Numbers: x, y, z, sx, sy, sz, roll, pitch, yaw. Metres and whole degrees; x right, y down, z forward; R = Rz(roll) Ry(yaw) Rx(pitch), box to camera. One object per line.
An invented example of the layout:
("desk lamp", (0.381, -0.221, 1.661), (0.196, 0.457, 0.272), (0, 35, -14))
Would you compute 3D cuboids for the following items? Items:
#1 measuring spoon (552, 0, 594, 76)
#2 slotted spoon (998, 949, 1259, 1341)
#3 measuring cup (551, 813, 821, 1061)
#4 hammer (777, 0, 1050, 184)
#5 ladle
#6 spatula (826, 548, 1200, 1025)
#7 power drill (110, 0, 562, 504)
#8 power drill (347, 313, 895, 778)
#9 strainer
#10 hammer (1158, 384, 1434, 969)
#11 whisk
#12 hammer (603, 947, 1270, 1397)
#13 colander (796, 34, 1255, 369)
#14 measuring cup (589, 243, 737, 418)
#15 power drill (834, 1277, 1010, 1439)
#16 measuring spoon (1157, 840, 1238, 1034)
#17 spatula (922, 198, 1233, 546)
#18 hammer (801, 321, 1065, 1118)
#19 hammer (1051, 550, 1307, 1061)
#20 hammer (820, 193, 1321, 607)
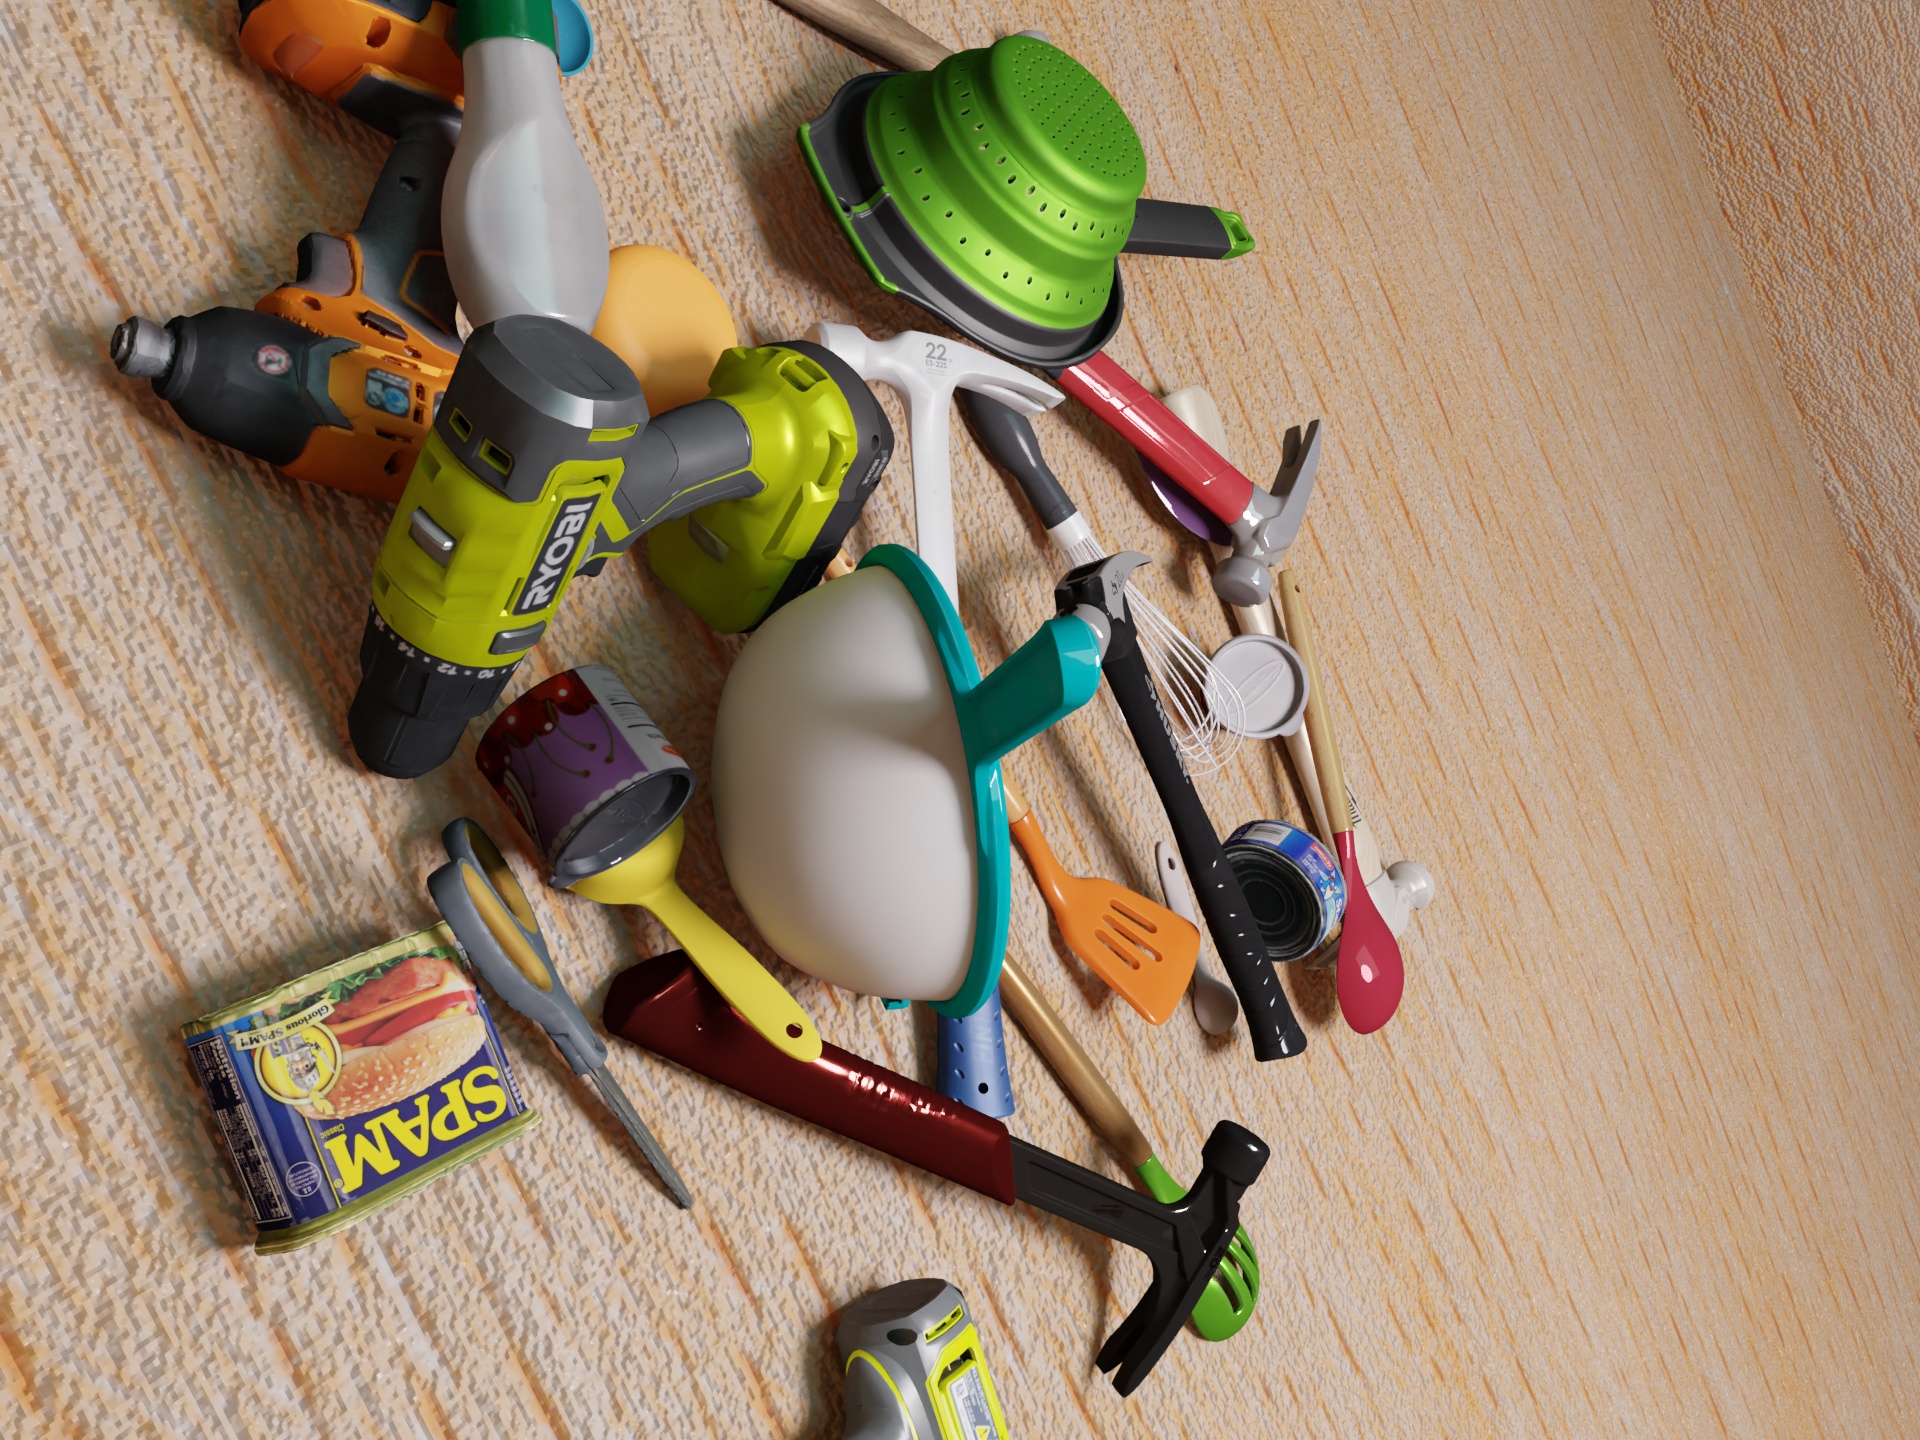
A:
("measuring spoon", (-0.227, -0.309, 0.741), (0.128, 0.021, 0.042), (-38, 117, -37))
("slotted spoon", (0.086, 0.224, 0.878), (0.313, 0.031, 0.070), (55, 45, -16))
("measuring cup", (-0.110, 0.080, 0.662), (0.156, 0.029, 0.062), (44, 52, 13))
("hammer", (-0.055, -0.412, 0.945), (0.331, 0.031, 0.130), (11, 68, -44))
("ladle", (0.250, 0.050, 1.064), (0.069, 0.031, 0.315), (1, 74, -44))
("spatula", (0.025, 0.031, 0.870), (0.322, 0.041, 0.081), (54, 42, -17))
("power drill", (-0.241, -0.202, 0.635), (0.164, 0.084, 0.226), (11, 74, -45))
("power drill", (-0.140, -0.073, 0.649), (0.080, 0.190, 0.228), (42, 30, 14))
("strainer", (-0.041, 0.019, 0.633), (0.095, 0.340, 0.211), (-9, 81, -17))
("hammer", (0.217, -0.032, 1.100), (0.146, 0.038, 0.410), (-26, 96, -47))
("whisk", (0.084, -0.088, 0.964), (0.284, 0.070, 0.070), (57, 44, -9))
("hammer", (-0.011, 0.205, 0.750), (0.358, 0.037, 0.149), (31, 90, -28))
("colander", (0.087, -0.318, 0.935), (0.397, 0.094, 0.204), (-15, 74, -47))
("measuring cup", (-0.121, -0.151, 0.766), (0.173, 0.052, 0.095), (46, 48, -24))
("power drill", (-0.052, 0.357, 0.649), (0.223, 0.080, 0.171), (-17, 89, -51))
("measuring spoon", (0.147, 0.133, 0.981), (0.034, 0.018, 0.124), (-16, 87, -48))
("spatula", (0.081, -0.225, 1.015), (0.315, 0.018, 0.060), (43, 63, -22))
("hammer", (-0.001, -0.003, 0.822), (0.144, 0.035, 0.405), (0, 82, -29))
("hammer", (0.133, 0.058, 0.912), (0.334, 0.035, 0.146), (65, 23, -20))
("hammer", (0.077, -0.231, 0.979), (0.386, 0.038, 0.143), (34, 66, -26))
